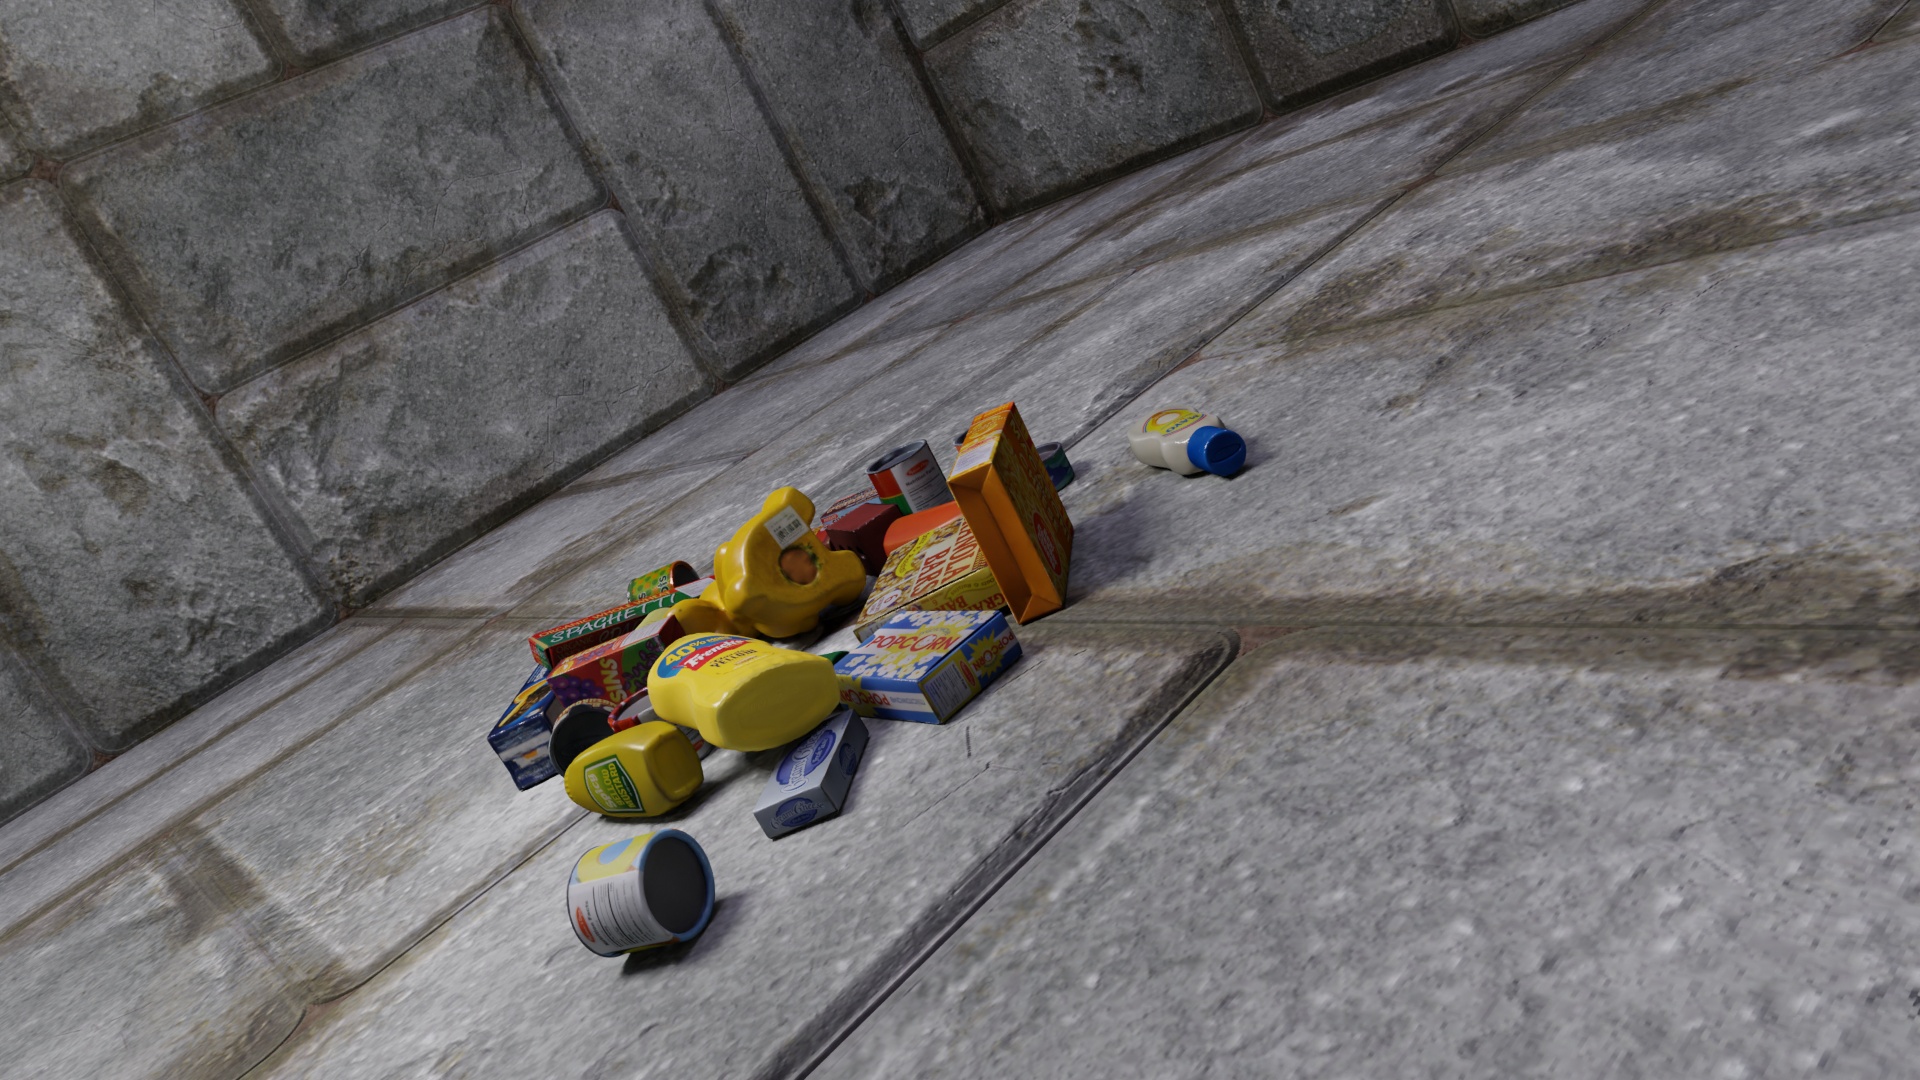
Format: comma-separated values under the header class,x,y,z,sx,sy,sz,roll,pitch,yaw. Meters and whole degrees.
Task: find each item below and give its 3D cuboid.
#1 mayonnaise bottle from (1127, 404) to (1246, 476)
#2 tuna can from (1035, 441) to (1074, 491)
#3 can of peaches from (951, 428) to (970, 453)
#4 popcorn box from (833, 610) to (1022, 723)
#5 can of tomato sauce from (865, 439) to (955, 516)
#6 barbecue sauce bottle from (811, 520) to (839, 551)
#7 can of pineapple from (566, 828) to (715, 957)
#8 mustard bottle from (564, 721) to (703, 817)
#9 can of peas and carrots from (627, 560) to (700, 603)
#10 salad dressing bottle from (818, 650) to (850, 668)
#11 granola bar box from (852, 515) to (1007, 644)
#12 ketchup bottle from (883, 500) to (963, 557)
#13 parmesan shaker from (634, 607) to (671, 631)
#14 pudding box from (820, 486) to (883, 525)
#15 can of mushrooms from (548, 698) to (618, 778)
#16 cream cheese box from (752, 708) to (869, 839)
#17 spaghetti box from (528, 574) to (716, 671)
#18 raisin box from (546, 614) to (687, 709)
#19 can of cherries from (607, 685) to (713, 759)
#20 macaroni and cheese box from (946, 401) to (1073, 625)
class,x,y,z,sx,sy,sz,roll,pitch,yaw
mayonnaise bottle,0.190,-0.082,1.149,0.065,0.041,0.148,-28,15,-7
tuna can,0.069,-0.061,1.300,0.071,0.032,0.071,-26,16,8
can of peaches,0.033,-0.087,1.395,0.071,0.058,0.071,-26,16,8
popcorn box,-0.028,0.087,0.983,0.085,0.038,0.126,-39,19,-31
can of tomato sauce,-0.044,-0.046,1.348,0.071,0.083,0.071,-26,15,8
barbecue sauce bottle,-0.161,0.013,1.426,0.148,0.043,0.065,-13,21,43
can of pineapple,-0.186,0.206,0.819,0.057,0.071,0.071,-19,18,27
mustard bottle,-0.256,0.177,1.039,0.160,0.065,0.049,-19,8,44
can of peas and carrots,-0.313,0.061,1.481,0.058,0.070,0.071,-23,16,15
salad dressing bottle,-0.137,0.112,1.075,0.147,0.044,0.064,-14,23,40
granola bar box,-0.011,0.028,1.130,0.124,0.039,0.166,-26,15,17
ketchup bottle,0.004,-0.016,1.243,0.148,0.043,0.065,-17,19,32
parmesan shaker,-0.278,0.113,1.271,0.071,0.071,0.103,-23,16,18
pudding box,-0.104,-0.034,1.504,0.083,0.030,0.050,-18,17,29
can of mushrooms,-0.302,0.163,1.138,0.071,0.071,0.033,-29,14,-5
cream cheese box,-0.097,0.153,0.917,0.053,0.024,0.104,-25,16,16
spaghetti box,-0.294,0.072,1.359,0.251,0.028,0.050,-20,21,-33
raisin box,-0.280,0.125,1.193,0.123,0.086,0.040,-22,18,20
can of cherries,-0.237,0.149,1.096,0.071,0.058,0.072,-25,16,8
macaroni and cheese box,0.042,-0.026,1.068,0.040,0.123,0.167,-22,16,15
